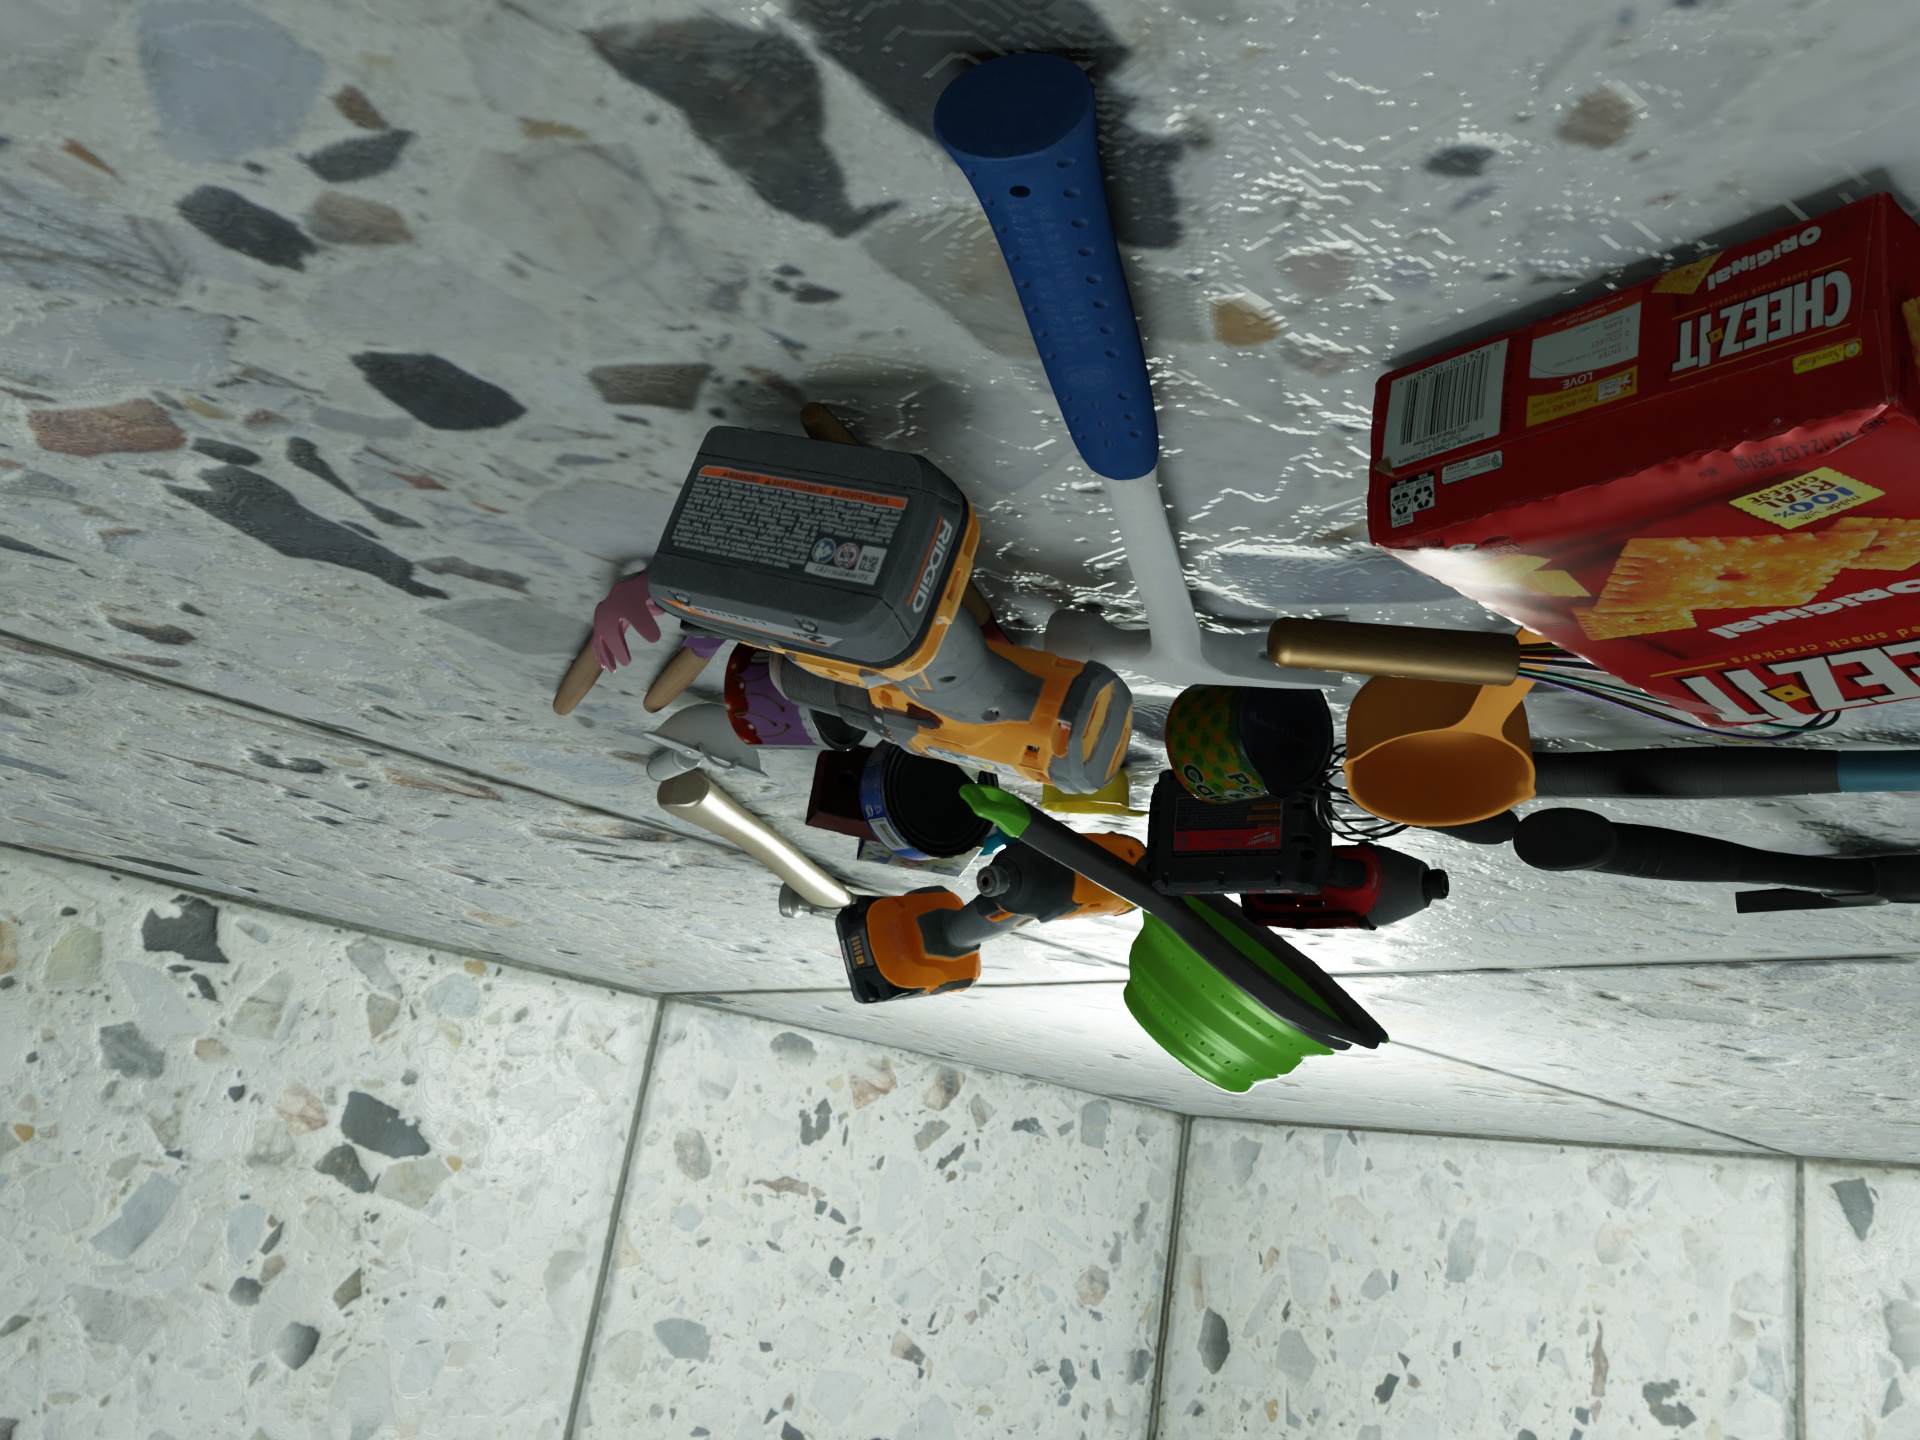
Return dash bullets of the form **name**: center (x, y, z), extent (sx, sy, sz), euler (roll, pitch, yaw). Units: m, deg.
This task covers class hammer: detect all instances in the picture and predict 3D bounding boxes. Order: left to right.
- **hammer**: center (-0.150, 0.119, 1.392), extent (0.146, 0.038, 0.410), euler (3, 162, 15)
- **hammer**: center (0.068, -0.093, 0.593), extent (0.144, 0.035, 0.405), euler (5, 162, 16)
- **hammer**: center (0.417, 0.078, 0.866), extent (0.334, 0.035, 0.146), euler (8, 168, -33)
- **hammer**: center (0.420, 0.025, 0.787), extent (0.331, 0.033, 0.128), euler (-2, 158, 34)

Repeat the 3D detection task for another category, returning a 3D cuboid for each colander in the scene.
- **colander**: center (0.124, 0.156, 1.059), extent (0.396, 0.094, 0.205), euler (31, -171, -35)

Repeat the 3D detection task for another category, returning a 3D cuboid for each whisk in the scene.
- **whisk**: center (0.263, 0.048, 0.901), extent (0.055, 0.055, 0.238), euler (-7, 167, 42)
- **whisk**: center (0.248, -0.019, 0.657), extent (0.245, 0.051, 0.047), euler (4, 145, -4)

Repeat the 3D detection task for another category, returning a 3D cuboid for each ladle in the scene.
- **ladle**: center (-0.003, -0.061, 0.748), extent (0.069, 0.031, 0.315), euler (23, 168, 28)

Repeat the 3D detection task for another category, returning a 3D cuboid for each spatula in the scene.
- **spatula**: center (-0.146, -0.038, 0.891), extent (0.060, 0.018, 0.316), euler (-31, -178, -22)

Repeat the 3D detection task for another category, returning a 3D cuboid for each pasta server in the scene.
- **pasta server**: center (-0.209, -0.033, 0.932), extent (0.040, 0.060, 0.316), euler (54, 157, -4)

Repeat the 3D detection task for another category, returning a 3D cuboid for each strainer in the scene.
- **strainer**: center (-0.187, 0.022, 1.094), extent (0.086, 0.050, 0.258), euler (22, 166, -18)

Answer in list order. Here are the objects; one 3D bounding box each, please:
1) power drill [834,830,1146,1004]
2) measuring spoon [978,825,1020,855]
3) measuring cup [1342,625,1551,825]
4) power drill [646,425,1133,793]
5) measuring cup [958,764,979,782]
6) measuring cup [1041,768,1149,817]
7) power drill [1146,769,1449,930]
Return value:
- **power drill**: center (0.012, 0.143, 1.181), extent (0.226, 0.084, 0.164), euler (-28, 159, 36)
- **measuring spoon**: center (0.033, 0.102, 1.258), extent (0.042, 0.021, 0.128), euler (14, 161, -15)
- **measuring cup**: center (0.238, -0.015, 0.742), extent (0.095, 0.052, 0.173), euler (9, 144, -3)
- **power drill**: center (-0.042, -0.040, 0.688), extent (0.185, 0.084, 0.226), euler (14, 166, 29)
- **measuring cup**: center (-0.001, -0.003, 0.895), extent (0.083, 0.038, 0.167), euler (47, 180, 10)
- **measuring cup**: center (0.119, 0.049, 1.056), extent (0.156, 0.029, 0.062), euler (8, 168, -38)
- **power drill**: center (0.224, 0.093, 1.043), extent (0.143, 0.079, 0.219), euler (-5, 161, 33)
